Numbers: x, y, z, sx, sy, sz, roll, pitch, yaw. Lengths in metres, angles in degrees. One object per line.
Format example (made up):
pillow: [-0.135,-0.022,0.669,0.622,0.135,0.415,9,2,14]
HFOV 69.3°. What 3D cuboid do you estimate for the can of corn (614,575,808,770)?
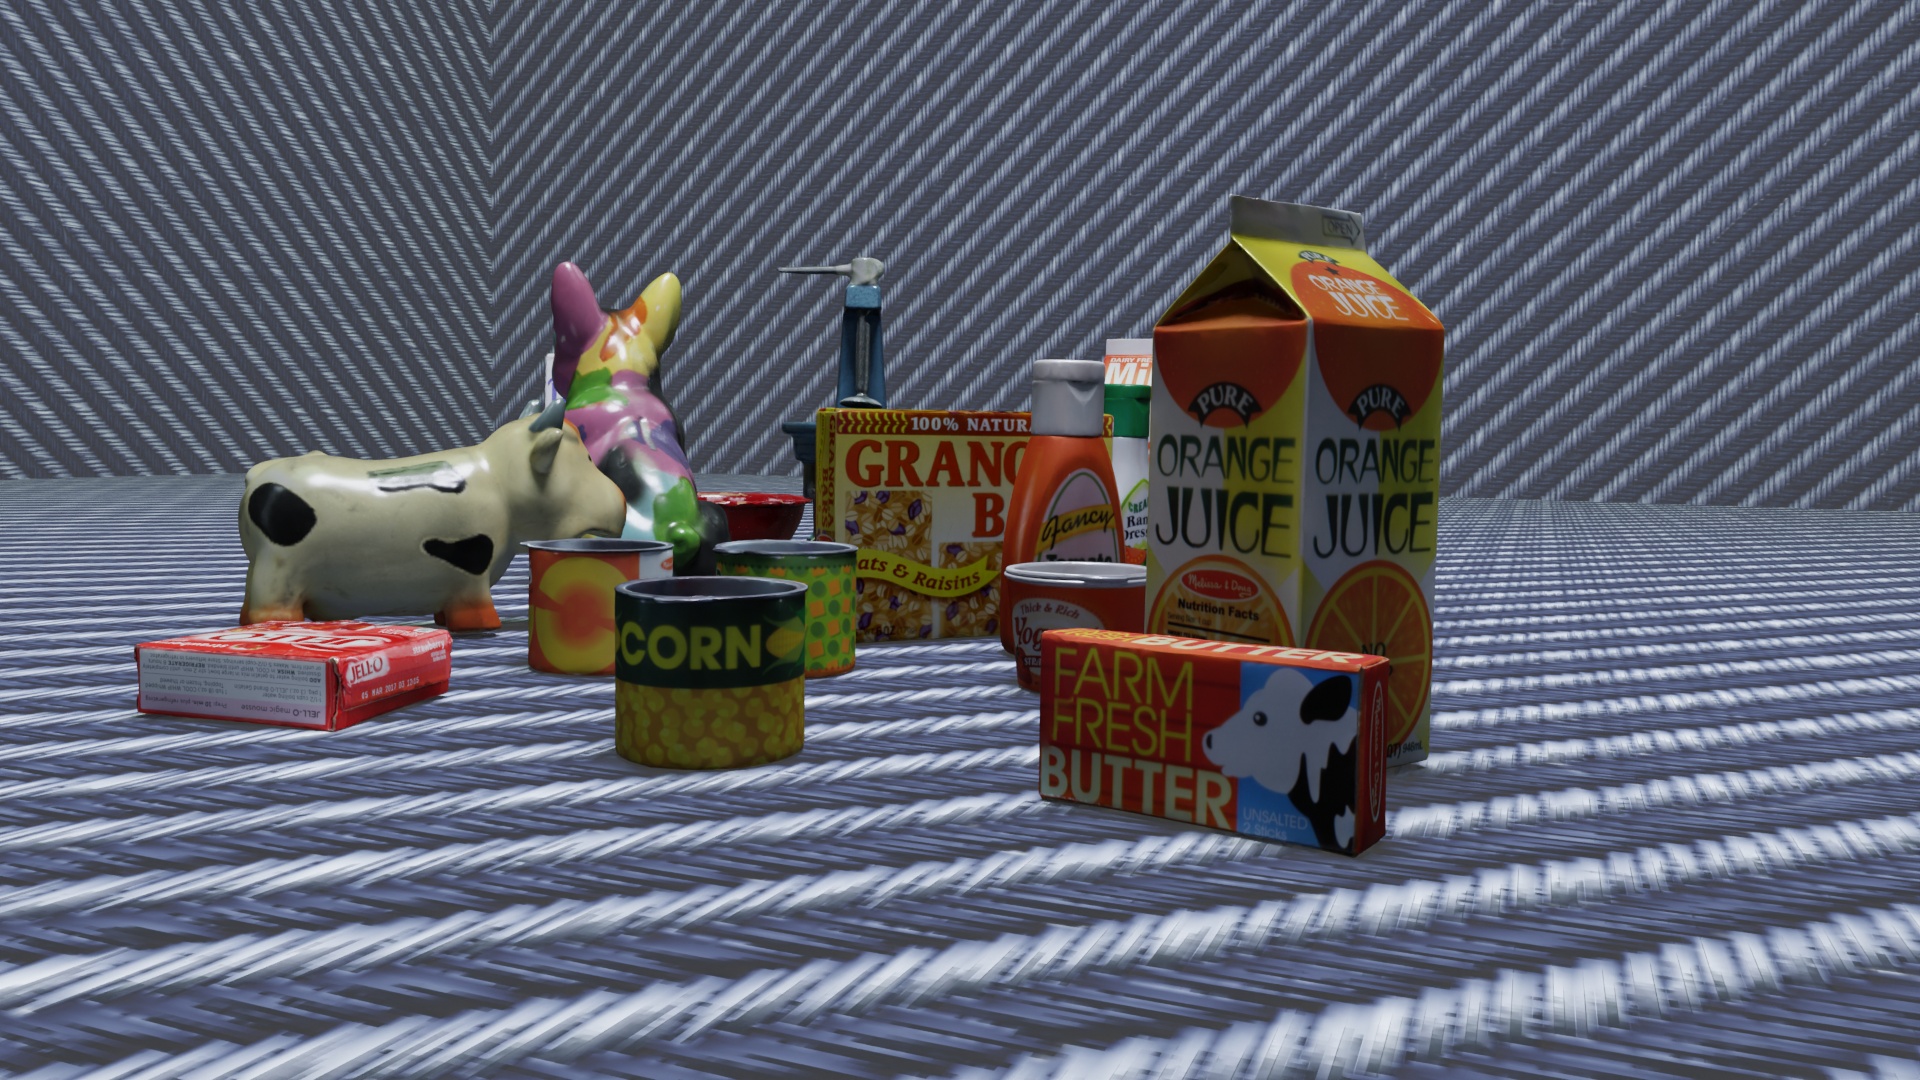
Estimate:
can of corn: [-0.087,0.045,0.482,0.071,0.058,0.071,1,4,0]

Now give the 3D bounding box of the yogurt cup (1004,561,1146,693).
yogurt cup: [0.053,0.038,0.615,0.072,0.054,0.072,1,4,0]

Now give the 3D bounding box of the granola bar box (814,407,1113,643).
granola bar box: [0.003,-0.010,0.764,0.166,0.124,0.039,-1,4,-25]

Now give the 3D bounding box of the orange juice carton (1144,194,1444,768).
orange juice carton: [0.114,-0.019,0.478,0.072,0.192,0.073,-2,5,-36]

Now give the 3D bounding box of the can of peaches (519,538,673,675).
can of peaches: [-0.170,0.030,0.650,0.071,0.058,0.071,1,4,0]

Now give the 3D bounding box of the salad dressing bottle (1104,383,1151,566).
salad dressing bottle: [0.115,-0.038,0.990,0.064,0.147,0.044,-3,5,-43]

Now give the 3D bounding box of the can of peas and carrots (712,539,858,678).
can of peas and carrots: [-0.083,0.031,0.648,0.071,0.058,0.071,1,4,0]

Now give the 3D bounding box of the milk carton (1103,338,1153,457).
milk carton: [0.151,-0.071,1.147,0.072,0.190,0.073,2,4,17]

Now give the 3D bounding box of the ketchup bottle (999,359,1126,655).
ketchup bottle: [0.053,-0.016,0.703,0.065,0.148,0.043,-1,4,-22]

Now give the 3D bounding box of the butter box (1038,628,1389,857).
butter box: [0.071,0.056,0.407,0.103,0.053,0.024,4,5,34]
